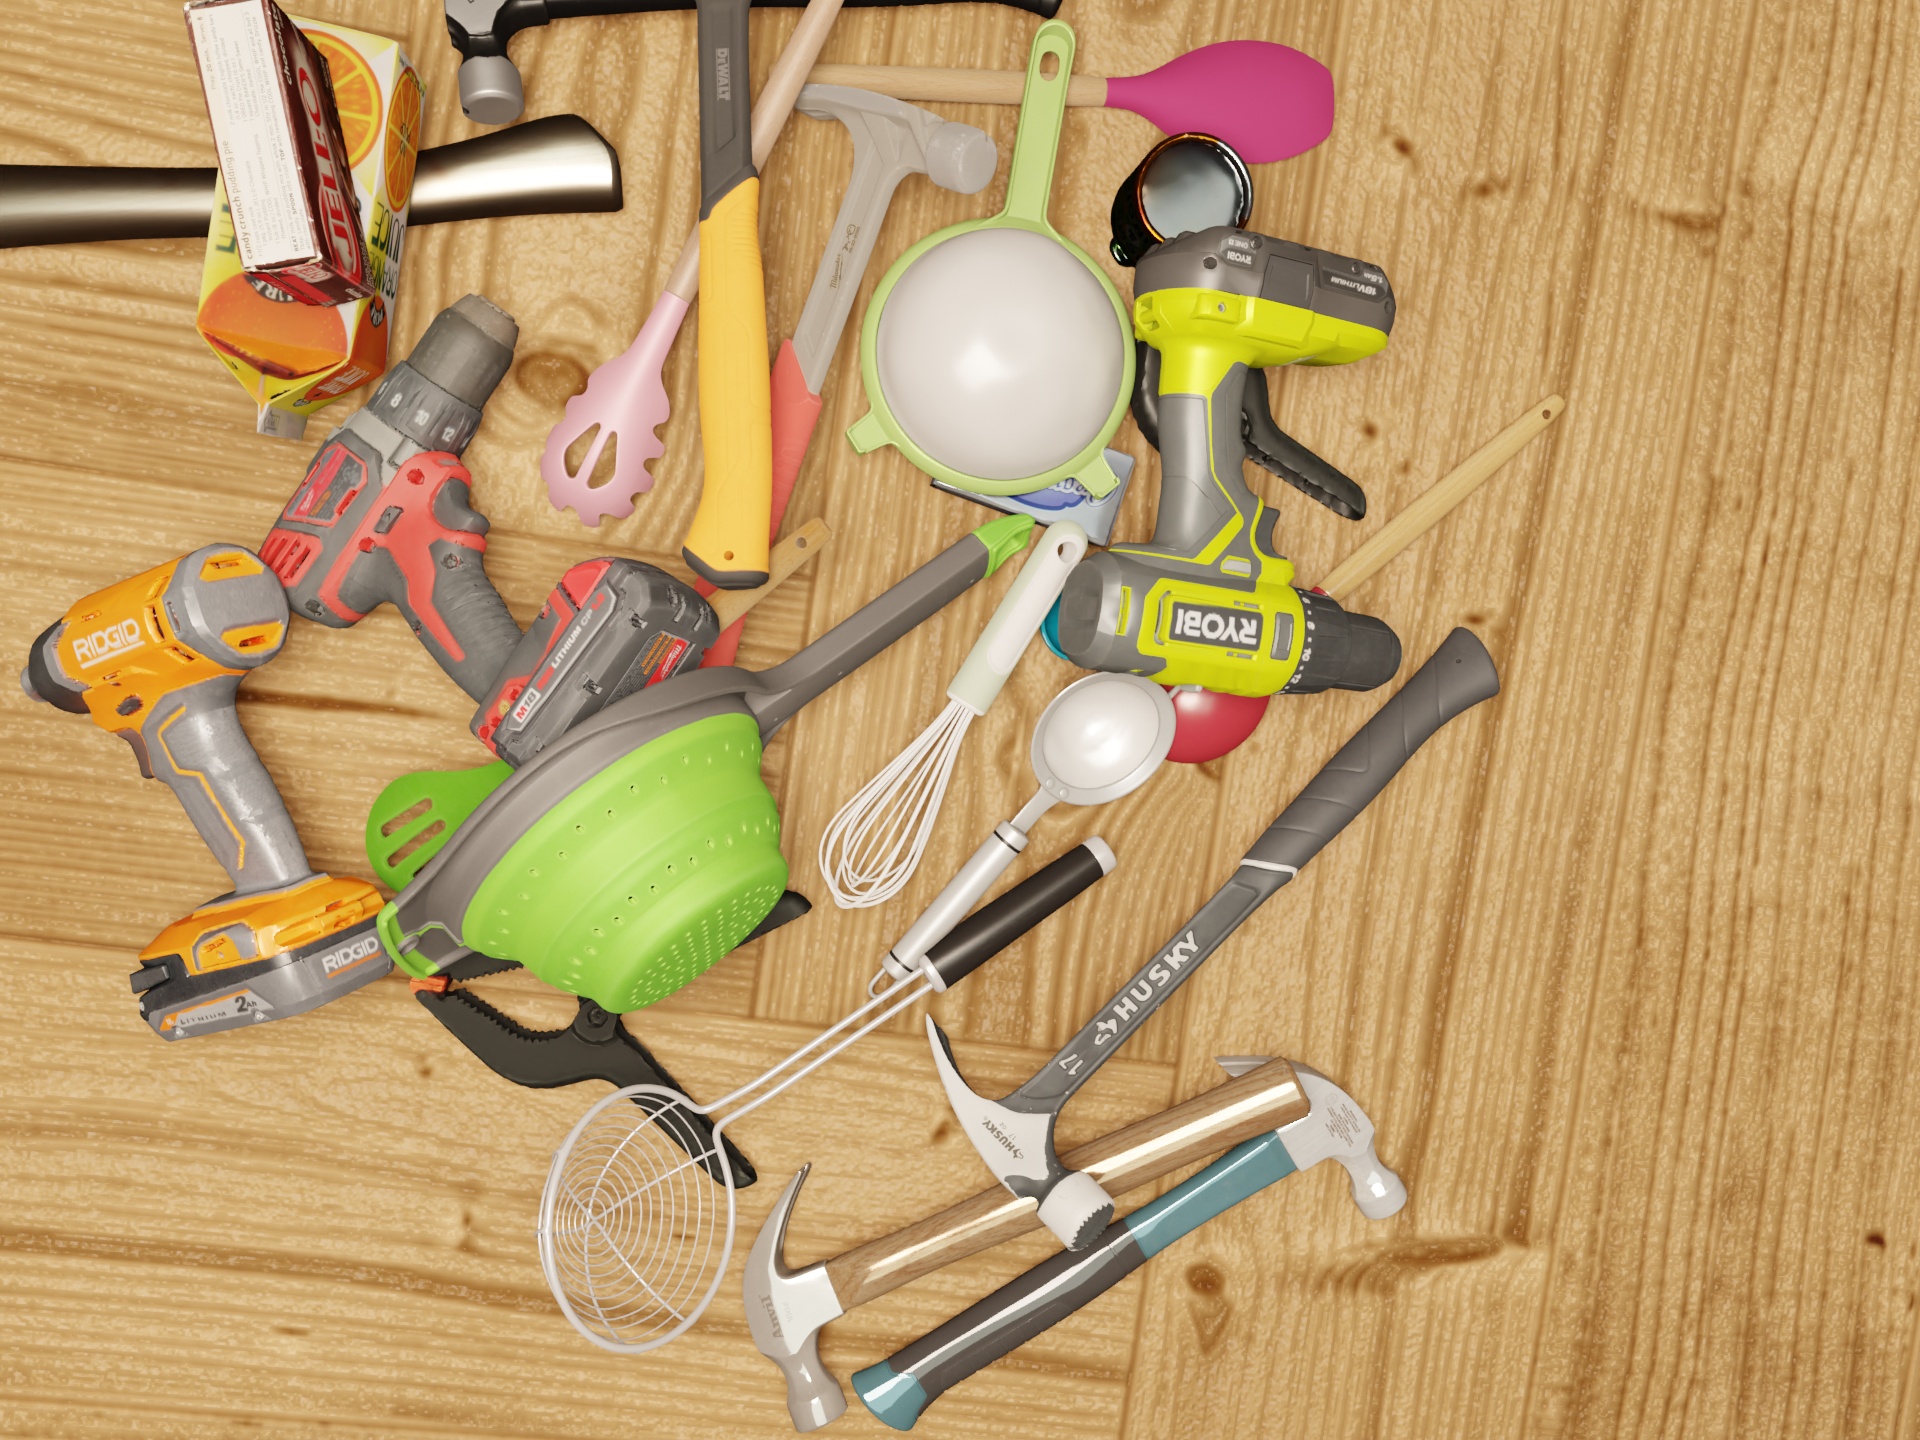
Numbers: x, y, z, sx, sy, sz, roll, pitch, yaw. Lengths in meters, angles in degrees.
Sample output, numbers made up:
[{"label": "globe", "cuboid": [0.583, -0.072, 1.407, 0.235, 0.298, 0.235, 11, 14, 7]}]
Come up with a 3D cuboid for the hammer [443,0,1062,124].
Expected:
[{"label": "hammer", "cuboid": [-0.100, -0.396, 0.838, 0.334, 0.035, 0.146, -7, 82, -10]}]

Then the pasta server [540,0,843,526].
[{"label": "pasta server", "cuboid": [-0.135, -0.245, 0.830, 0.060, 0.040, 0.316, 28, 96, -8]}]

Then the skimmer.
[{"label": "skimmer", "cuboid": [-0.054, 0.177, 0.827, 0.363, 0.090, 0.127, -34, 112, -13]}]

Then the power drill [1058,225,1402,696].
[{"label": "power drill", "cuboid": [0.158, -0.125, 0.835, 0.190, 0.080, 0.228, 7, 91, -21]}]

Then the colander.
[{"label": "colander", "cuboid": [-0.090, 0.029, 0.802, 0.397, 0.204, 0.094, -37, 76, -20]}]

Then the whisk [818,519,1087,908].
[{"label": "whisk", "cuboid": [-0.001, -0.003, 0.868, 0.057, 0.059, 0.246, 31, 92, -25]}]

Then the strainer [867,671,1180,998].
[{"label": "strainer", "cuboid": [0.032, 0.057, 0.889, 0.086, 0.050, 0.258, 38, 94, -33]}]

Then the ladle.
[{"label": "ladle", "cuboid": [0.229, -0.086, 0.913, 0.315, 0.031, 0.069, -40, 98, -5]}]

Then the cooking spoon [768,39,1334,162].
[{"label": "cooking spoon", "cuboid": [0.054, -0.347, 0.877, 0.319, 0.017, 0.069, -1, 92, -8]}]

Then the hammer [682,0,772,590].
[{"label": "hammer", "cuboid": [-0.105, -0.233, 0.782, 0.127, 0.034, 0.337, -1, 89, 3]}]

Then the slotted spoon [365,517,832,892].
[{"label": "slotted spoon", "cuboid": [-0.192, -0.006, 0.824, 0.314, 0.031, 0.070, -37, 92, 10]}]

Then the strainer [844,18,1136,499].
[{"label": "strainer", "cuboid": [0.034, -0.249, 0.834, 0.151, 0.069, 0.256, 10, 90, -7]}]

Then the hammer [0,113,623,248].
[{"label": "hammer", "cuboid": [-0.382, -0.258, 0.818, 0.410, 0.038, 0.146, -6, 96, -7]}]

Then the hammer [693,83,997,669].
[{"label": "hammer", "cuboid": [-0.102, -0.152, 0.841, 0.149, 0.036, 0.359, 29, 102, 36]}]

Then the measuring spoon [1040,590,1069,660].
[{"label": "measuring spoon", "cuboid": [0.099, -0.075, 0.904, 0.128, 0.021, 0.042, -32, 94, -13]}]

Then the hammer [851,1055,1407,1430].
[{"label": "hammer", "cuboid": [0.090, 0.307, 0.915, 0.331, 0.033, 0.128, -31, 98, -4]}]

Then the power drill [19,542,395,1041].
[{"label": "power drill", "cuboid": [-0.389, 0.040, 0.802, 0.164, 0.084, 0.226, -14, 96, 26]}]

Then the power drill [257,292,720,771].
[{"label": "power drill", "cuboid": [-0.229, -0.091, 0.794, 0.227, 0.080, 0.188, 36, 93, 19]}]

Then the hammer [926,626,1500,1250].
[{"label": "hammer", "cuboid": [0.154, 0.094, 0.886, 0.409, 0.036, 0.149, -44, 55, -10]}]

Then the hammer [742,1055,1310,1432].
[{"label": "hammer", "cuboid": [0.035, 0.265, 0.881, 0.331, 0.031, 0.130, -24, 82, 0]}]
